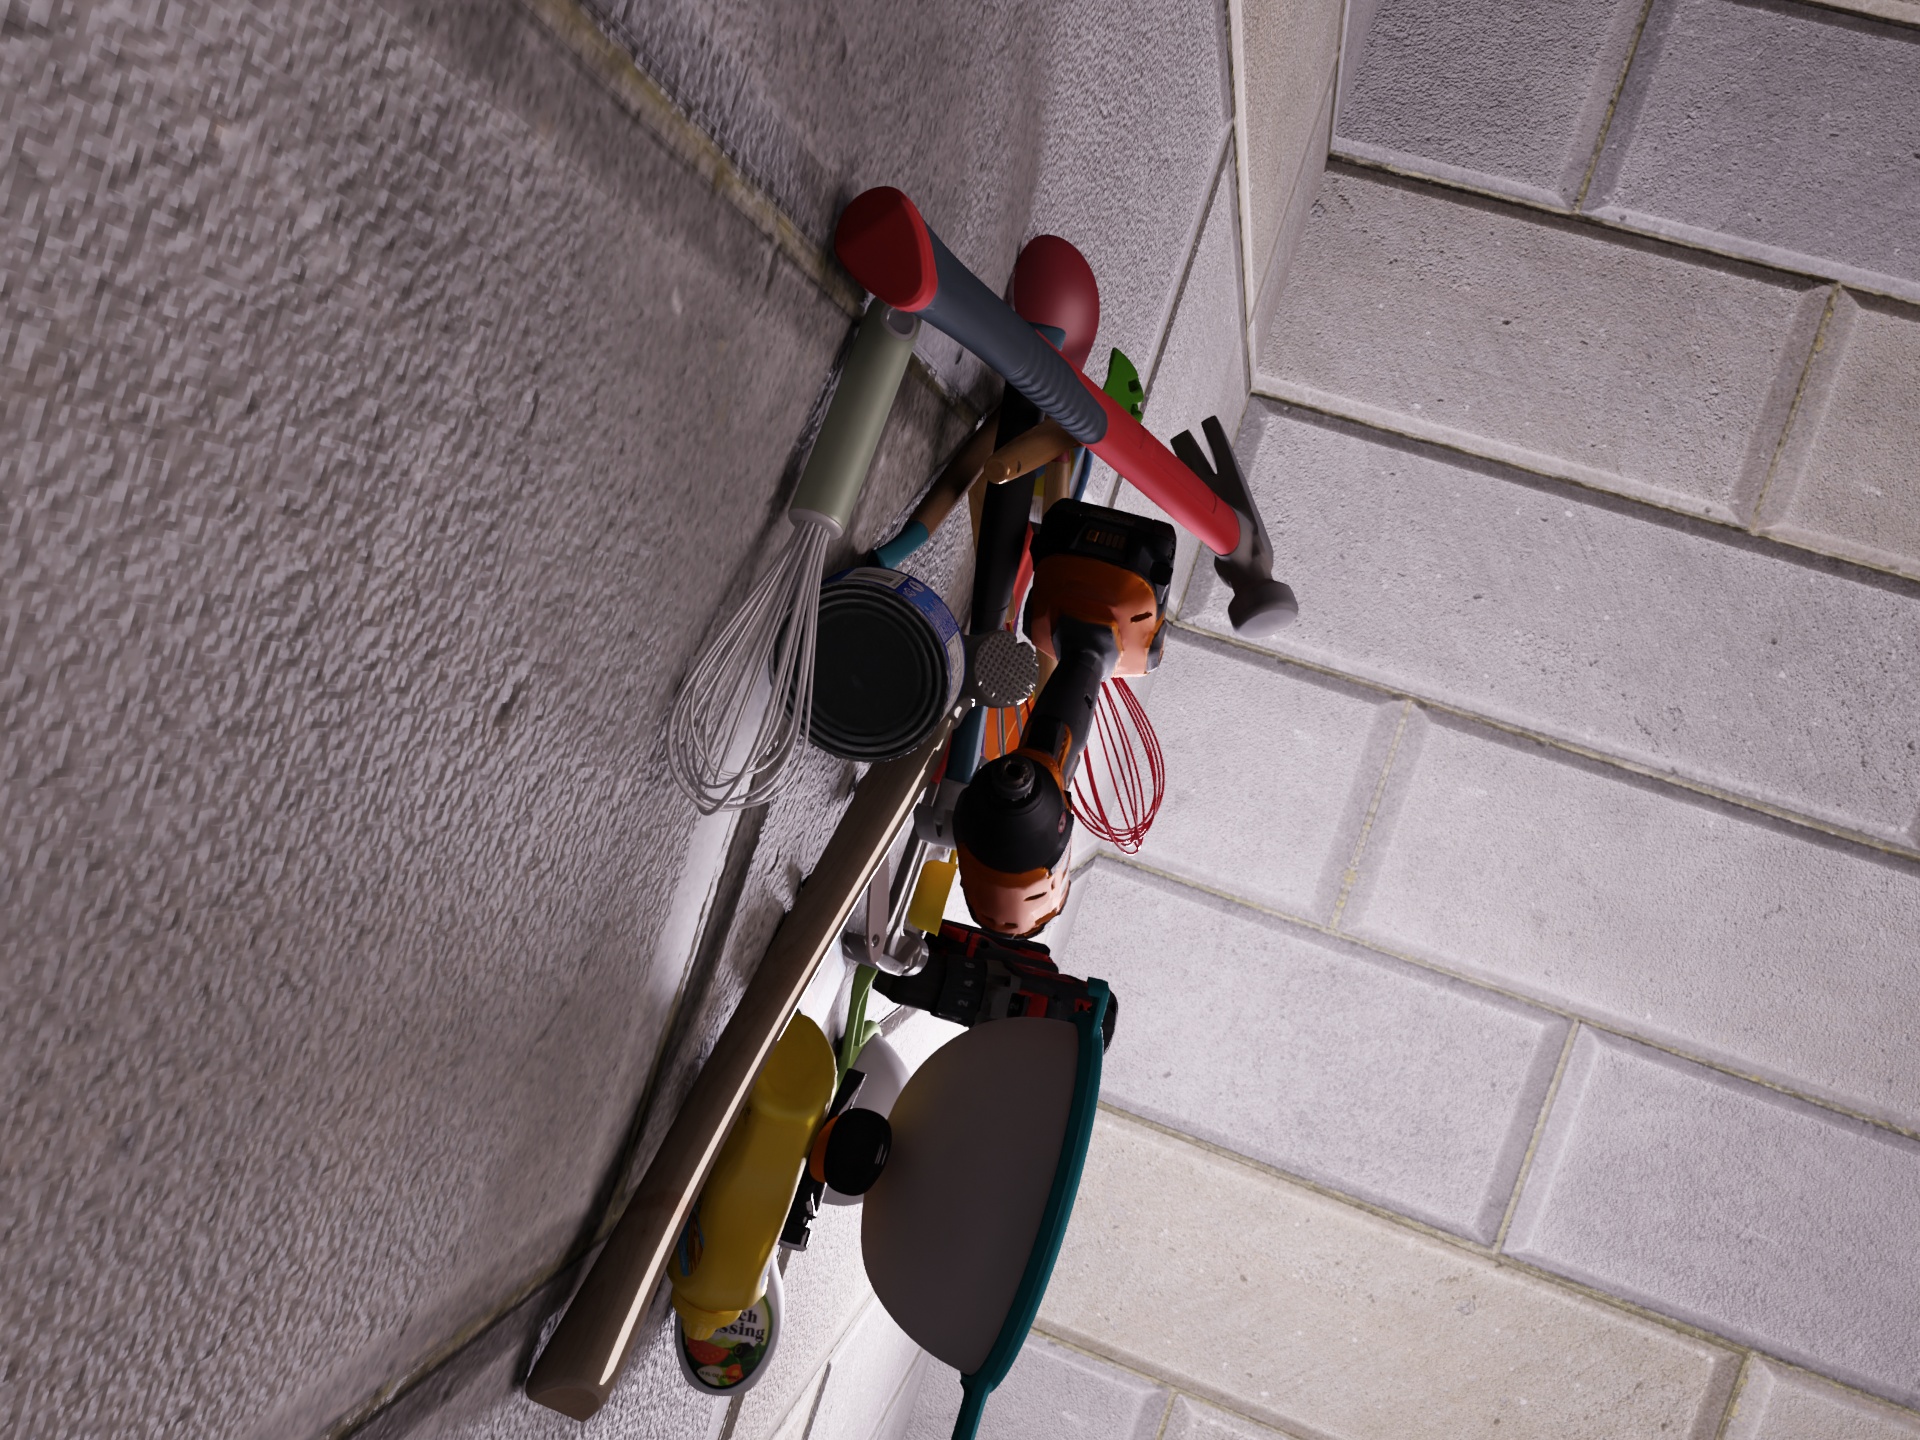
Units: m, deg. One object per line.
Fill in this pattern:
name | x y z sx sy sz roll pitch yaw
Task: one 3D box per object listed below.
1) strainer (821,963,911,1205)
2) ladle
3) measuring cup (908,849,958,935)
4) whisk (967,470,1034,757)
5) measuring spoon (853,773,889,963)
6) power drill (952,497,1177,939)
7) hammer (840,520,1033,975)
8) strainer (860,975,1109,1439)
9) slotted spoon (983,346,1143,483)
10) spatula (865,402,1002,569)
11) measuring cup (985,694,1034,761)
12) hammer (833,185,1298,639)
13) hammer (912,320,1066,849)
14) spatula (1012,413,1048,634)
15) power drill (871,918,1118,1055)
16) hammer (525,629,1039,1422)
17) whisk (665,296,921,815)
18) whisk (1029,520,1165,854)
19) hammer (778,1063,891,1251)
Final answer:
strainer | -0.061 0.272 1.182 0.152 0.069 0.256 -60 166 -47
ladle | 0.057 -0.135 0.981 0.069 0.031 0.315 -15 115 -39
measuring cup | -0.020 0.126 1.291 0.156 0.029 0.062 -78 -176 -77
whisk | 0.024 -0.045 1.025 0.051 0.047 0.244 -45 135 -49
measuring spoon | -0.056 0.089 0.972 0.034 0.018 0.124 -18 114 -55
power drill | 0.055 -0.008 0.879 0.164 0.084 0.227 85 23 -63
hammer | -0.002 -0.003 1.086 0.149 0.037 0.359 50 57 -69
strainer | -0.017 0.298 0.835 0.210 0.095 0.341 112 -2 -56
slotted spoon | 0.061 -0.157 0.860 0.314 0.031 0.070 -45 139 -66
spatula | -0.006 -0.111 0.879 0.318 0.044 0.082 -60 162 -51
measuring cup | 0.011 0.019 1.200 0.173 0.052 0.095 -35 144 -37
hammer | 0.062 -0.159 0.779 0.386 0.038 0.143 26 43 -54
hammer | 0.018 -0.070 0.921 0.128 0.033 0.330 -62 164 -61
spatula | 0.047 -0.125 1.196 0.060 0.018 0.315 -56 163 -52
power drill | 0.012 0.212 1.275 0.227 0.188 0.080 168 -63 -81
hammer | -0.095 0.135 0.783 0.411 0.038 0.146 -61 -158 -16
whisk | -0.063 -0.075 0.663 0.059 0.057 0.246 -14 -127 61
whisk | 0.080 -0.053 1.077 0.073 0.073 0.296 10 66 -79
hammer | -0.075 0.253 0.952 0.336 0.034 0.127 119 -11 -70
